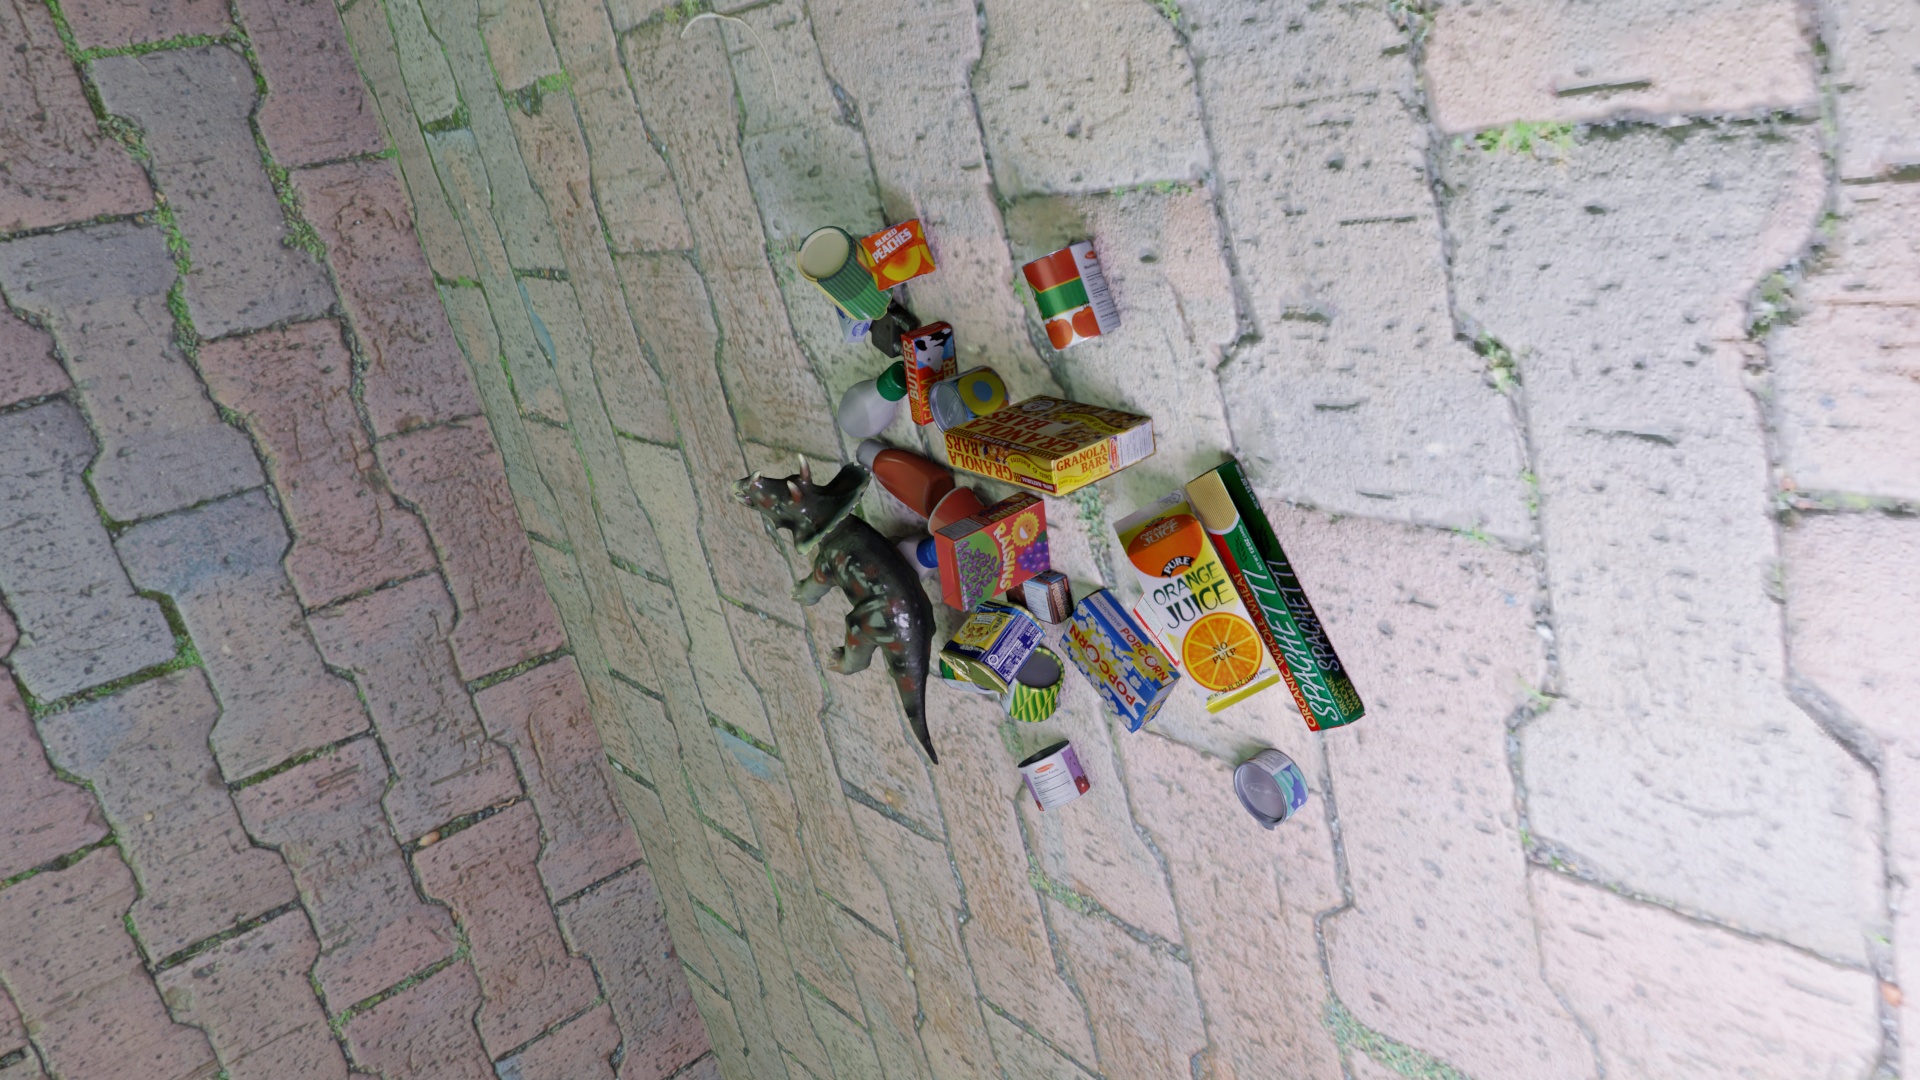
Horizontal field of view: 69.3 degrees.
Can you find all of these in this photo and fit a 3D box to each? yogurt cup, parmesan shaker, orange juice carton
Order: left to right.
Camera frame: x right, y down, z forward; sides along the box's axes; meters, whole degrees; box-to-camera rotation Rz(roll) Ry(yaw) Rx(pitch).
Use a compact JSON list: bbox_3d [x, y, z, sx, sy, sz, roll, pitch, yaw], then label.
[{"bbox_3d":[-0.121,-0.284,1.487,0.071,0.071,0.103,49,-173,25],"label":"parmesan shaker"},{"bbox_3d":[0.006,-0.019,1.546,0.054,0.073,0.072,39,142,24],"label":"yogurt cup"},{"bbox_3d":[0.207,0.052,1.234,0.193,0.072,0.073,65,-173,16],"label":"orange juice carton"}]

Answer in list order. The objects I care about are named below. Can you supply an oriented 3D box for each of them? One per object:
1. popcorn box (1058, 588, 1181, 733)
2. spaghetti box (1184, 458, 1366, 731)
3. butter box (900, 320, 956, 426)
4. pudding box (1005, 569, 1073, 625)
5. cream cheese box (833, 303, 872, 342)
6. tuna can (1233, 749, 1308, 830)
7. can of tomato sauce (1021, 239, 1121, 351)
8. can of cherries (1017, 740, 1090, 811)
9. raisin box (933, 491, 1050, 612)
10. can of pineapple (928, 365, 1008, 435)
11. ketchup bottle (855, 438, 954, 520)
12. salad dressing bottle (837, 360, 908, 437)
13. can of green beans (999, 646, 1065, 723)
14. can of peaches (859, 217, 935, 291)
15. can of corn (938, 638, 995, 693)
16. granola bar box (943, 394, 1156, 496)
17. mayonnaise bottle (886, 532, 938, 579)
[{"bbox_3d":[0.161,0.123,1.429,0.127,0.038,0.084,51,146,24],"label":"popcorn box"},{"bbox_3d":[0.274,0.050,1.211,0.250,0.029,0.050,64,151,3],"label":"spaghetti box"},{"bbox_3d":[-0.032,-0.179,1.498,0.024,0.053,0.103,30,135,47],"label":"butter box"},{"bbox_3d":[0.083,0.057,1.511,0.084,0.030,0.049,16,125,52],"label":"pudding box"},{"bbox_3d":[-0.127,-0.281,1.578,0.053,0.024,0.104,124,133,-57],"label":"cream cheese box"},{"bbox_3d":[0.293,0.235,1.309,0.071,0.033,0.070,36,139,40],"label":"tuna can"},{"bbox_3d":[0.099,-0.220,1.252,0.071,0.071,0.083,-11,103,59],"label":"can of tomato sauce"},{"bbox_3d":[0.108,0.270,1.593,0.058,0.072,0.071,63,150,1],"label":"can of cherries"},{"bbox_3d":[0.035,0.011,1.461,0.040,0.124,0.085,23,130,48],"label":"raisin box"},{"bbox_3d":[0.010,-0.142,1.455,0.071,0.058,0.070,37,140,39],"label":"can of pineapple"},{"bbox_3d":[-0.068,-0.078,1.636,0.149,0.044,0.064,33,136,43],"label":"ketchup bottle"},{"bbox_3d":[-0.096,-0.165,1.618,0.147,0.044,0.064,-31,84,58],"label":"salad dressing bottle"},{"bbox_3d":[0.080,0.161,1.554,0.071,0.071,0.057,45,143,30],"label":"can of green beans"},{"bbox_3d":[-0.065,-0.298,1.449,0.071,0.071,0.058,-4,109,58],"label":"can of peaches"},{"bbox_3d":[0.018,0.144,1.642,0.058,0.071,0.071,-1,110,57],"label":"can of corn"},{"bbox_3d":[0.083,-0.092,1.312,0.165,0.125,0.039,20,126,51],"label":"granola bar box"},{"bbox_3d":[-0.055,0.020,1.691,0.148,0.041,0.064,-14,100,58],"label":"mayonnaise bottle"}]
